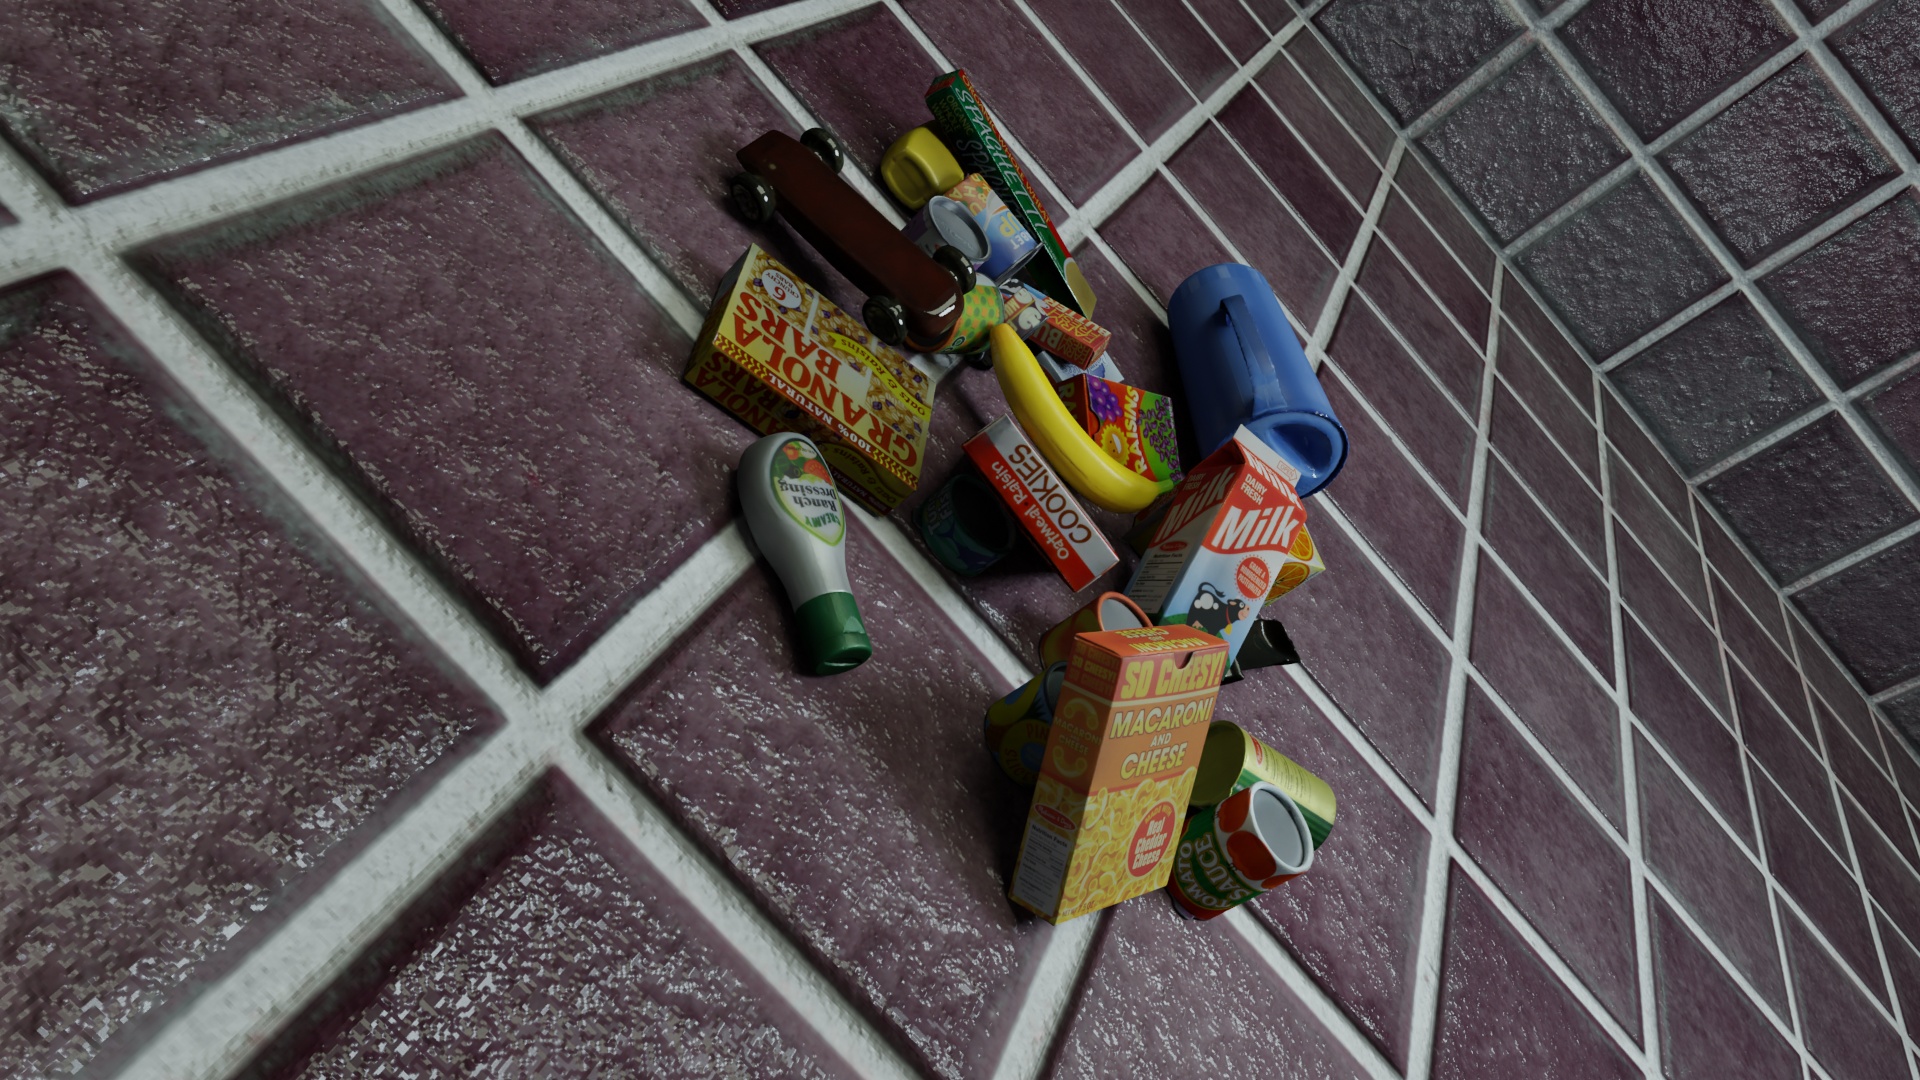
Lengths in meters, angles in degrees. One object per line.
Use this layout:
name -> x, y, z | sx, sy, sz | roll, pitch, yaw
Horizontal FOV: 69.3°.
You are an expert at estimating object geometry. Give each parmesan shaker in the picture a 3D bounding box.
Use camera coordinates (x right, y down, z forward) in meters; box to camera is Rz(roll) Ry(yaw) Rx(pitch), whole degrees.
parmesan shaker -> 0.215, 0.184, 1.006 | 0.103, 0.071, 0.072 | 34, 38, -27

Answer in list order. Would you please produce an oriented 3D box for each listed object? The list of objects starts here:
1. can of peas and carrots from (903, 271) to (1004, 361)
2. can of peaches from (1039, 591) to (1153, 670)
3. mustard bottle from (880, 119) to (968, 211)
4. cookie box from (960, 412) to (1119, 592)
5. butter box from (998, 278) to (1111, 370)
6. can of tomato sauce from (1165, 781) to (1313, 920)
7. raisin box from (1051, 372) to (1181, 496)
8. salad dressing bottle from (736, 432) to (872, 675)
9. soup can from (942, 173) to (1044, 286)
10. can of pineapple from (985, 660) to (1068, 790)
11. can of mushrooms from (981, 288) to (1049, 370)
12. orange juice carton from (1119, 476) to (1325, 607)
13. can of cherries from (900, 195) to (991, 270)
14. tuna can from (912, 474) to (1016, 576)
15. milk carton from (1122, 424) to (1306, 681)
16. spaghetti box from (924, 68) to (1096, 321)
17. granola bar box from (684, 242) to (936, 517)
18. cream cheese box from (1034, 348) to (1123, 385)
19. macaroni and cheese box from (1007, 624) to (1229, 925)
can of peas and carrots -> -0.009, -0.174, 1.075 | 0.059, 0.070, 0.071 | -7, 64, -52
can of peaches -> 0.098, 0.075, 0.976 | 0.071, 0.058, 0.071 | 30, 40, -29
mustard bottle -> -0.019, -0.340, 1.230 | 0.065, 0.048, 0.161 | 51, 32, -12
cookie box -> 0.055, -0.029, 0.975 | 0.123, 0.040, 0.167 | 52, 5, -1
butter box -> 0.075, -0.186, 1.187 | 0.103, 0.024, 0.053 | 32, 31, 9
can of tomato sauce -> 0.183, 0.209, 0.930 | 0.071, 0.082, 0.071 | 31, 39, -29
raisin box -> 0.131, -0.085, 1.160 | 0.123, 0.040, 0.086 | 8, 73, -46
salad dressing bottle -> -0.091, 0.007, 0.828 | 0.064, 0.044, 0.148 | 8, 54, -48
soup can -> 0.019, -0.261, 1.181 | 0.084, 0.071, 0.072 | 50, 34, -2
can of pineapple -> 0.058, 0.120, 0.887 | 0.071, 0.057, 0.071 | 30, 39, -29
can of mushrooms -> 0.037, -0.171, 1.122 | 0.033, 0.070, 0.071 | 49, 34, -4
orange juice carton -> 0.219, -0.003, 1.179 | 0.193, 0.071, 0.073 | 14, 48, -43
can of cherries -> -0.018, -0.236, 1.127 | 0.071, 0.058, 0.072 | 30, 39, -28
tuna can -> 0.003, -0.012, 0.968 | 0.071, 0.032, 0.071 | 31, 39, -29
milk carton -> 0.195, 0.007, 1.055 | 0.072, 0.073, 0.191 | 37, 72, -20
spaghetti box -> 0.047, -0.298, 1.230 | 0.249, 0.028, 0.050 | 55, 30, -24
granola bar box -> -0.096, -0.107, 0.932 | 0.165, 0.039, 0.125 | 36, 36, -23
cream cheese box -> 0.101, -0.147, 1.215 | 0.053, 0.024, 0.104 | 56, 34, 3
macaroni and cheese box -> 0.099, 0.137, 0.839 | 0.040, 0.166, 0.124 | 22, 14, 38
